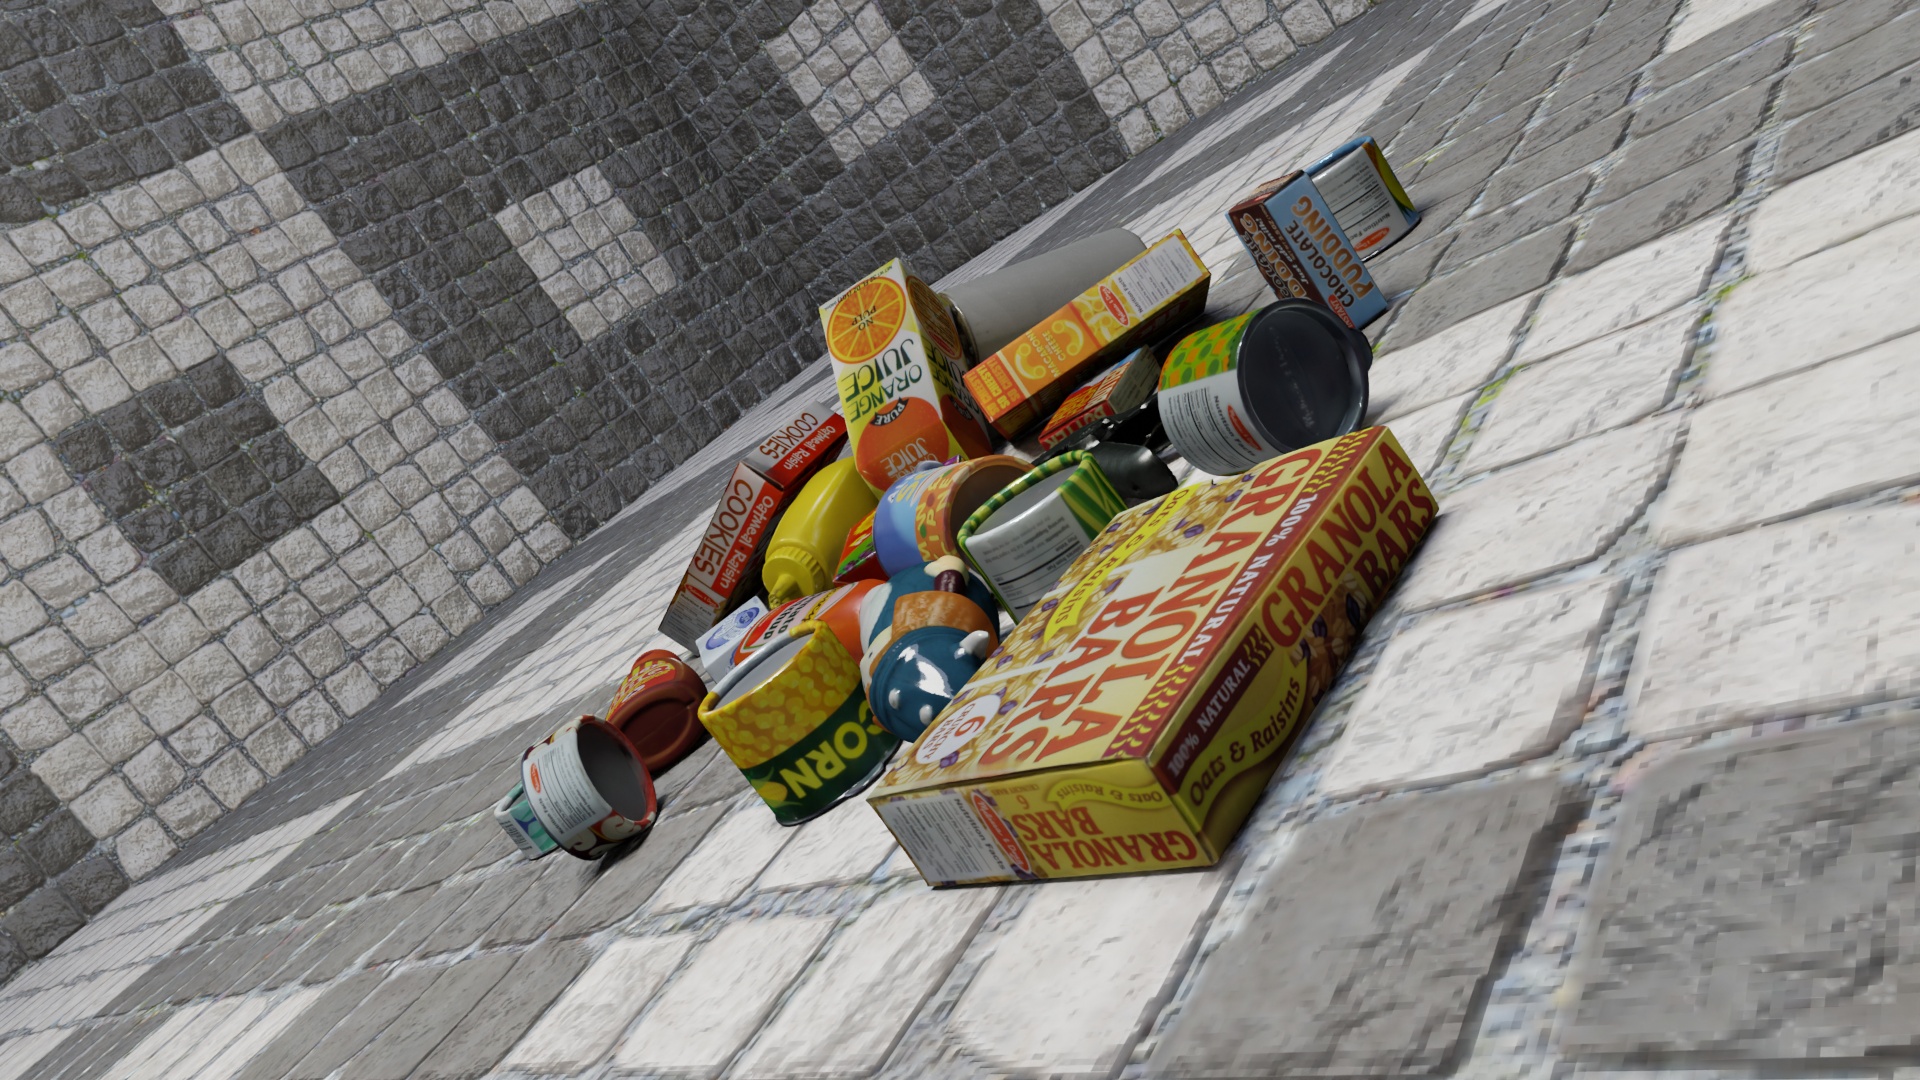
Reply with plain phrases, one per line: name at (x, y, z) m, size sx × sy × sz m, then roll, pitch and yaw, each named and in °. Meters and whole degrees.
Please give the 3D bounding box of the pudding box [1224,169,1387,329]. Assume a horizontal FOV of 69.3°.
pudding box at (0.176, -0.144, 0.710) m, size 0.030 × 0.083 × 0.050 m, roll -37°, pitch 12°, yaw -6°

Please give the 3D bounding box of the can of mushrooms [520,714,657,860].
can of mushrooms at (-0.184, 0.123, 0.695) m, size 0.033 × 0.071 × 0.071 m, roll -33°, pitch 12°, yaw 9°

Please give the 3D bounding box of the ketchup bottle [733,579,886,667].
ketchup bottle at (-0.054, 0.046, 0.694) m, size 0.065 × 0.043 × 0.148 m, roll -43°, pitch 15°, yaw -35°

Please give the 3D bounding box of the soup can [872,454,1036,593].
soup can at (0.002, -0.009, 0.684) m, size 0.071 × 0.071 × 0.083 m, roll -40°, pitch 14°, yaw -23°

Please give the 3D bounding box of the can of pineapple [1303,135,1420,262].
can of pineapple at (0.233, -0.203, 0.841) m, size 0.071 × 0.058 × 0.071 m, roll -33°, pitch 12°, yaw 8°

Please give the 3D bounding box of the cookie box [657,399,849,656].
cookie box at (-0.148, -0.010, 1.014) m, size 0.166 × 0.040 × 0.123 m, roll -57°, pitch -2°, yaw 32°

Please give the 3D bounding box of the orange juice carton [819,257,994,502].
orange juice carton at (-0.034, -0.094, 0.962) m, size 0.071 × 0.073 × 0.193 m, roll -29°, pitch 56°, yaw 21°

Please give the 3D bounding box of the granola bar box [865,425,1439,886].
granola bar box at (0.062, 0.035, 0.439) m, size 0.124 × 0.039 × 0.166 m, roll -20°, pitch 19°, yaw 49°

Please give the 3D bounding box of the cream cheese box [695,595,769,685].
cream cheese box at (-0.140, 0.066, 0.889) m, size 0.053 × 0.024 × 0.104 m, roll -38°, pitch 12°, yaw -8°

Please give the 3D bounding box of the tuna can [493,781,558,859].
tuna can at (-0.229, 0.147, 0.798) m, size 0.071 × 0.033 × 0.071 m, roll -33°, pitch 13°, yaw 9°

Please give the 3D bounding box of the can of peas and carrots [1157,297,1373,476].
can of peas and carrots at (0.126, -0.063, 0.578) m, size 0.071 × 0.071 × 0.058 m, roll -40°, pitch 13°, yaw -24°

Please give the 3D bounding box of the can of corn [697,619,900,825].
can of corn at (-0.066, 0.075, 0.579) m, size 0.071 × 0.058 × 0.071 m, roll -34°, pitch 12°, yaw 8°

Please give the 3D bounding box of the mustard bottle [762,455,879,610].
mustard bottle at (-0.092, 0.001, 0.915) m, size 0.048 × 0.065 × 0.161 m, roll -24°, pitch 18°, yaw 32°

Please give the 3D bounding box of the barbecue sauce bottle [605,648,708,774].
barbecue sauce bottle at (-0.183, 0.097, 0.838) m, size 0.065 × 0.043 × 0.148 m, roll -37°, pitch 12°, yaw -5°

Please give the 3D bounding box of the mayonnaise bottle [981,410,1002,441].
mayonnaise bottle at (0.033, -0.102, 1.032) m, size 0.148 × 0.041 × 0.065 m, roll -35°, pitch 6°, yaw 4°

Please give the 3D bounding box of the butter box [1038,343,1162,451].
butter box at (0.087, -0.084, 0.856) m, size 0.053 × 0.024 × 0.104 m, roll -29°, pitch 14°, yaw 31°

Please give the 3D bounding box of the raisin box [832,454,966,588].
raisin box at (-0.025, -0.002, 0.807) m, size 0.086 × 0.040 × 0.124 m, roll -34°, pitch 12°, yaw 8°

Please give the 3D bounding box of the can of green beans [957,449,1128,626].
can of green beans at (0.041, 0.004, 0.566) m, size 0.071 × 0.057 × 0.071 m, roll -33°, pitch 12°, yaw 8°

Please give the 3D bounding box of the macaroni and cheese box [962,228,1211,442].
macaroni and cheese box at (0.086, -0.133, 0.931) m, size 0.166 × 0.040 × 0.124 m, roll -33°, pitch -6°, yaw 5°
